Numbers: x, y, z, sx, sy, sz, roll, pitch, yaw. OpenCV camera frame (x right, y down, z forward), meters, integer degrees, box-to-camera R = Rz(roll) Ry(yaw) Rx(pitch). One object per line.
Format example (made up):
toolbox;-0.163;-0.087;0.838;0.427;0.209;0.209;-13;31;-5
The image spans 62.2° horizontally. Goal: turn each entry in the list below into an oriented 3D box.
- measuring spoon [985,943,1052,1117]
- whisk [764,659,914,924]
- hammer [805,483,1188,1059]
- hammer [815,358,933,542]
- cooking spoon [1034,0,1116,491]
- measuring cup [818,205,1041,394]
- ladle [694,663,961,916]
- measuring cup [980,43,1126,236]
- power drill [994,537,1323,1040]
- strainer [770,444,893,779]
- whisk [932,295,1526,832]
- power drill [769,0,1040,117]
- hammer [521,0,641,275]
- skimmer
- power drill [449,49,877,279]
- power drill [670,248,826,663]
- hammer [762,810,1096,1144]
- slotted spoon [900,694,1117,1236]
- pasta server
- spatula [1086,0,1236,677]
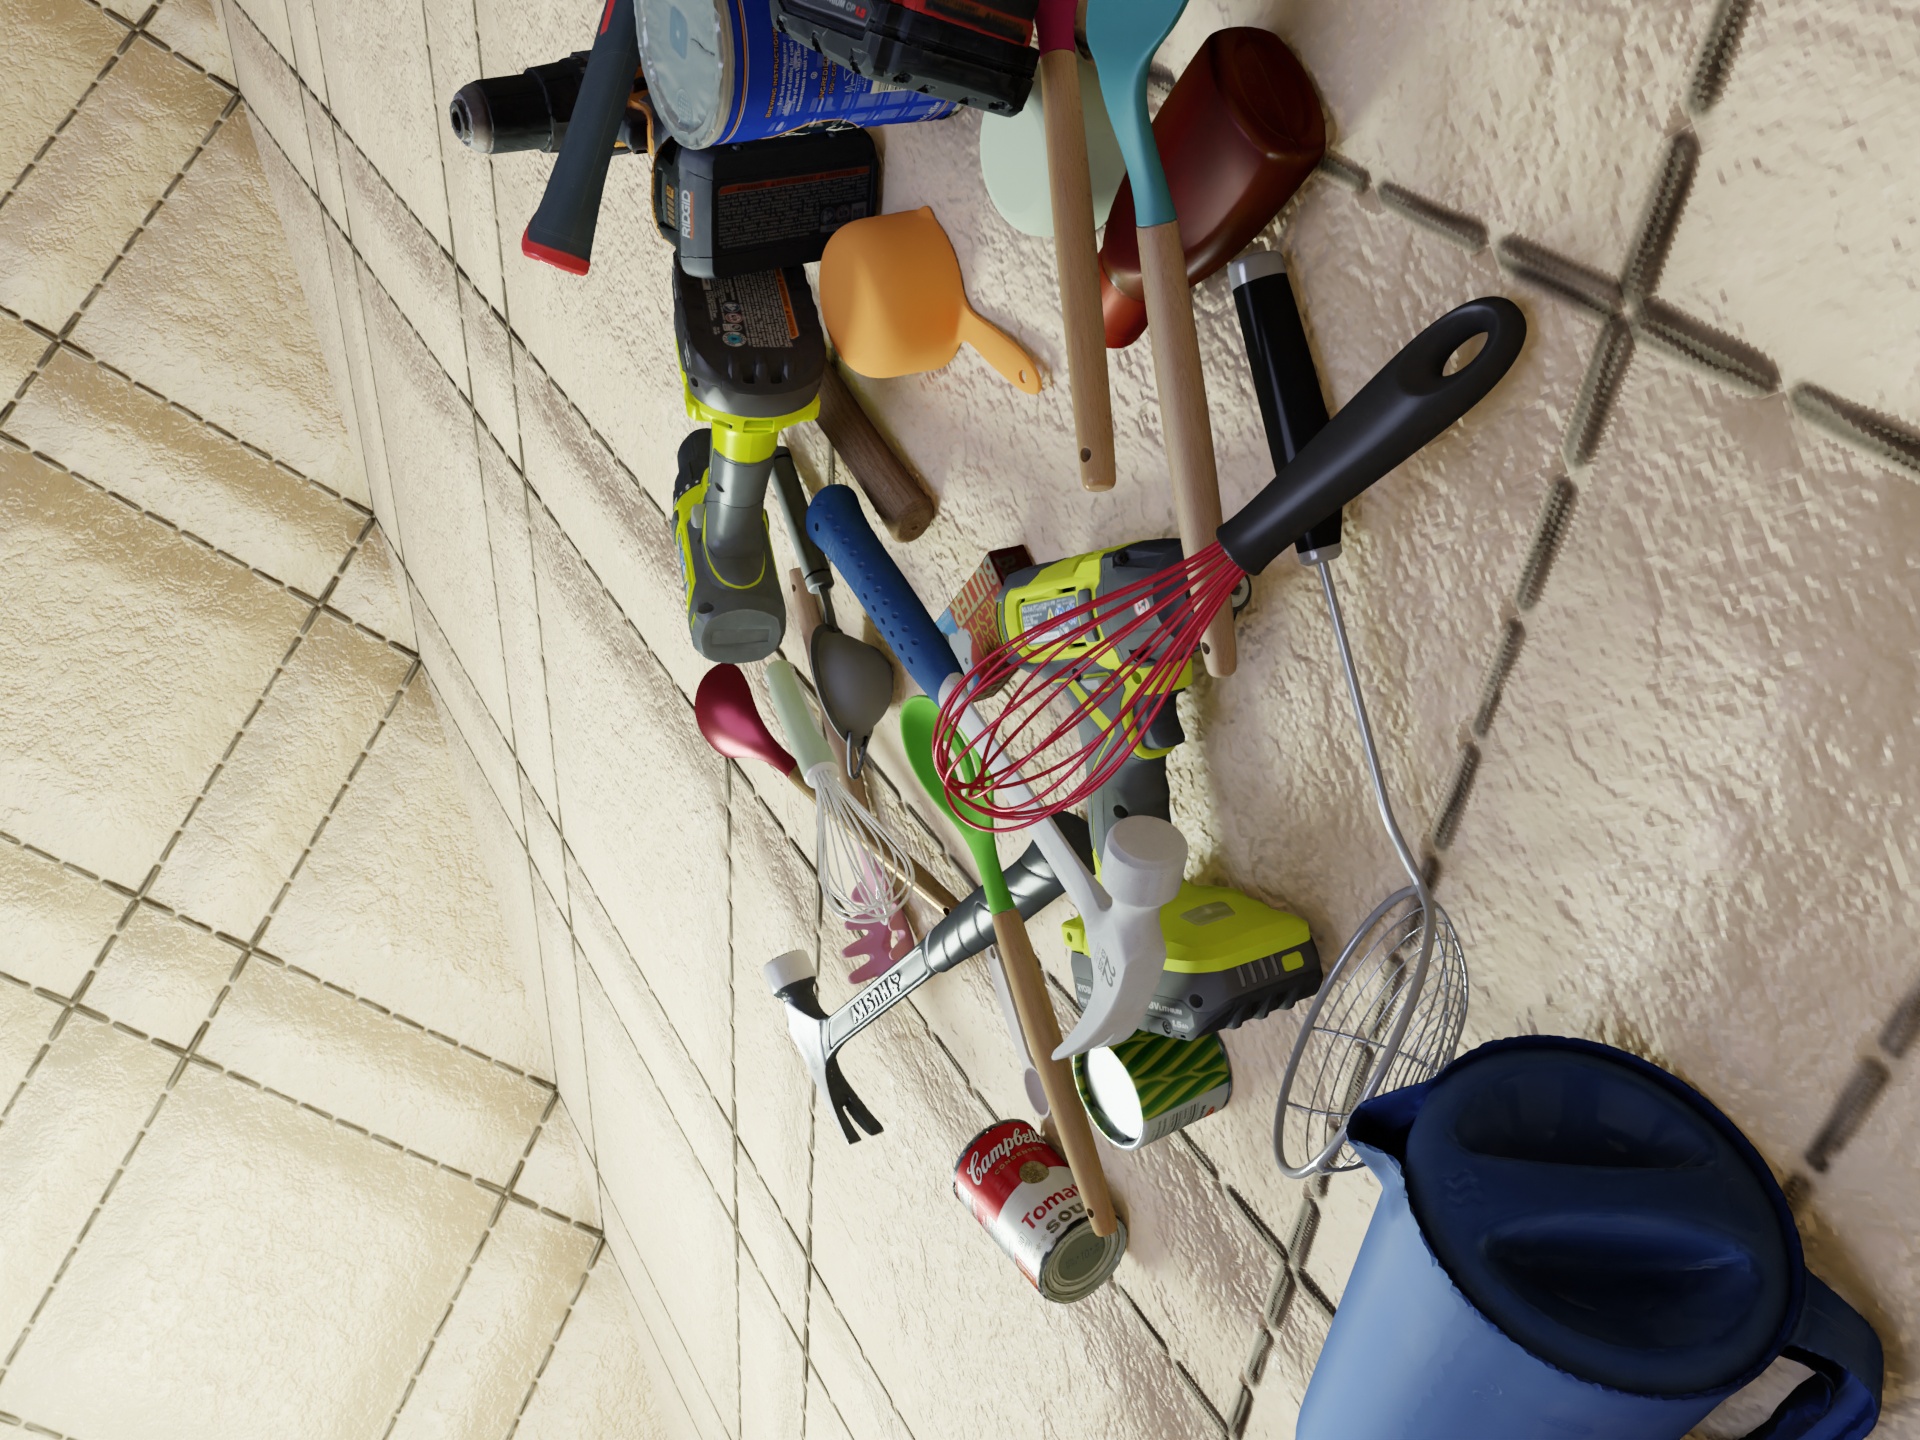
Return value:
measuring spoon;0.041;0.192;1.019;0.034;0.018;0.124;126;129;-60
whisk;-0.089;0.042;1.064;0.057;0.059;0.247;71;174;-48
hammer;-0.001;-0.003;0.819;0.406;0.035;0.144;-124;31;-46
hammer;-0.108;-0.236;1.022;0.332;0.031;0.130;57;149;28
cooking spoon;0.043;-0.253;0.664;0.069;0.017;0.319;-11;83;47
measuring cup;-0.021;-0.210;0.847;0.174;0.052;0.095;49;145;43
ladle;-0.099;0.052;1.120;0.316;0.031;0.069;37;120;34
measuring cup;0.031;-0.301;0.710;0.083;0.038;0.167;18;123;58
power drill;0.094;0.028;0.749;0.171;0.080;0.223;-4;99;64
strainer;-0.091;-0.088;1.070;0.086;0.050;0.259;22;-134;-66
whisk;0.091;-0.052;0.606;0.295;0.073;0.073;-42;65;28
power drill;-0.006;-0.385;0.650;0.188;0.080;0.226;48;127;45
hammer;-0.143;-0.414;0.795;0.143;0.038;0.386;32;106;52
skimmer;0.131;-0.001;0.642;0.127;0.090;0.363;-45;-58;-85
power drill;-0.175;-0.335;0.926;0.226;0.185;0.084;45;142;38
power drill;-0.143;-0.175;0.990;0.228;0.080;0.191;105;156;-48
hammer;-0.021;0.159;1.026;0.409;0.036;0.149;-45;64;51
slotted spoon;0.032;0.132;0.888;0.070;0.031;0.314;-30;75;54
pasta server;-0.084;0.046;1.138;0.060;0.040;0.316;-8;97;51
spatula;0.088;-0.165;0.604;0.082;0.044;0.317;27;134;55
